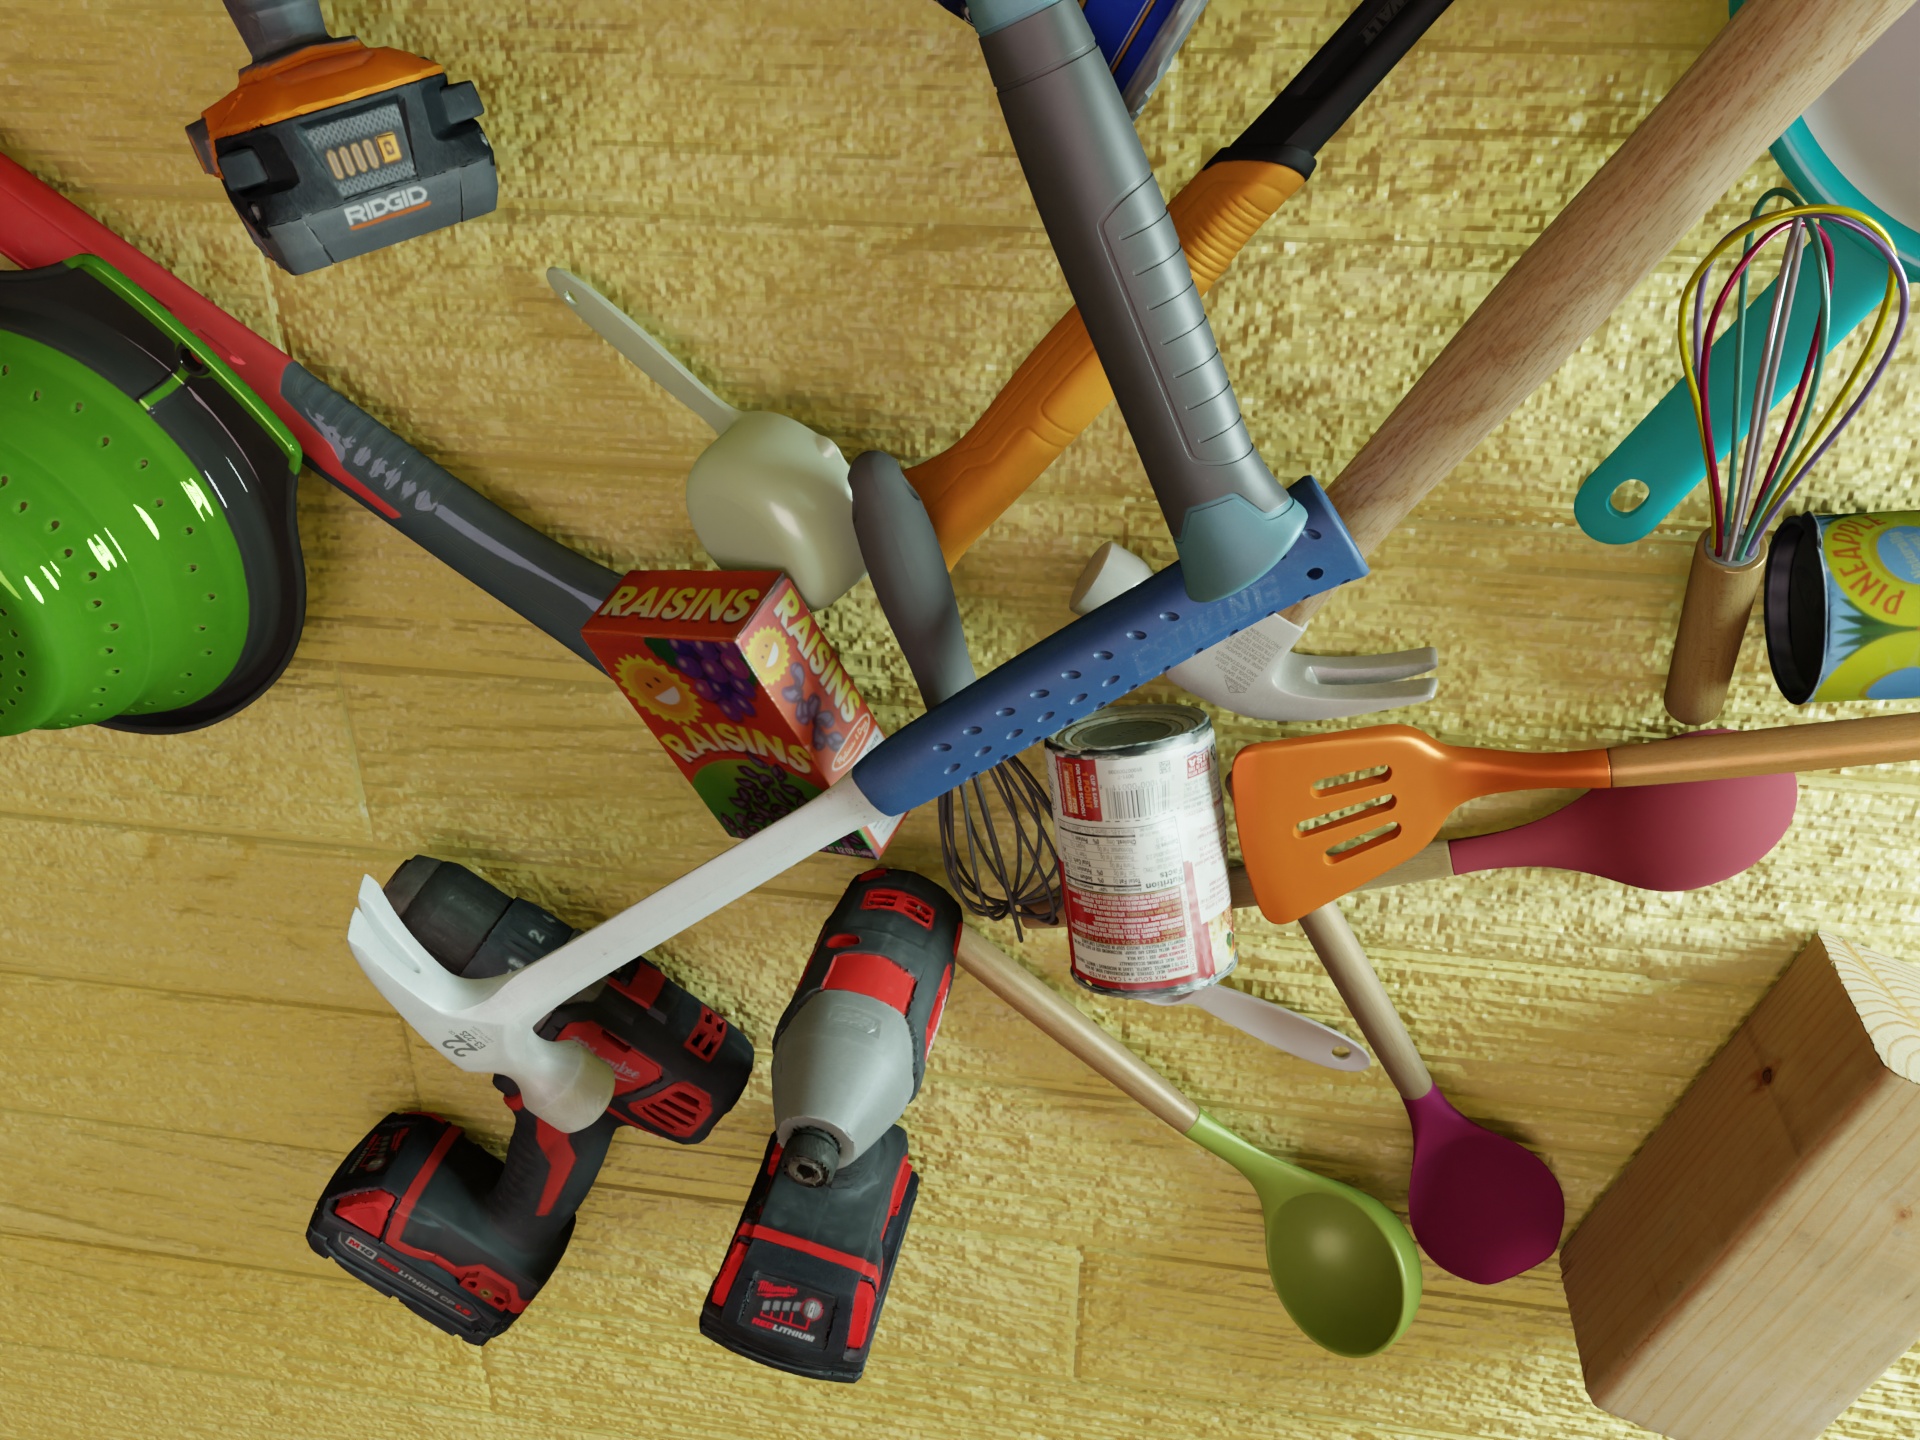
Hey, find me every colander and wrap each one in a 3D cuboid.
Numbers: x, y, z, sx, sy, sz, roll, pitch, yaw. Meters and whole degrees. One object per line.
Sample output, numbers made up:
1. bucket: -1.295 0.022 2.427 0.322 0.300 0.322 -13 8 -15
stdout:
1. colander: -0.430 -0.023 0.662 0.397 0.095 0.204 -34 110 32

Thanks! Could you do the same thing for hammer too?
1. hammer: 0.084 -0.157 0.518 0.034 0.127 0.336 12 136 -41
2. hammer: -0.044 0.028 0.583 0.405 0.035 0.143 -31 127 17
3. hammer: 0.024 -0.179 0.433 0.128 0.033 0.330 -16 117 23
4. hammer: 0.171 -0.110 0.518 0.130 0.031 0.331 30 134 -8
5. hammer: -0.288 -0.123 0.637 0.386 0.038 0.143 36 120 -9

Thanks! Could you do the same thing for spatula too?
1. spatula: 0.264 0.020 0.582 0.322 0.041 0.081 -7 115 18

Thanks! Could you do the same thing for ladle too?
1. ladle: 0.080 0.174 0.717 0.320 0.062 0.078 39 132 -8
2. ladle: 0.175 0.058 0.654 0.315 0.031 0.069 -11 112 18

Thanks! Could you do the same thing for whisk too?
1. whisk: -0.002 -0.001 0.616 0.055 0.055 0.238 -7 130 15
2. whisk: 0.245 -0.070 0.507 0.047 0.051 0.244 -25 145 0

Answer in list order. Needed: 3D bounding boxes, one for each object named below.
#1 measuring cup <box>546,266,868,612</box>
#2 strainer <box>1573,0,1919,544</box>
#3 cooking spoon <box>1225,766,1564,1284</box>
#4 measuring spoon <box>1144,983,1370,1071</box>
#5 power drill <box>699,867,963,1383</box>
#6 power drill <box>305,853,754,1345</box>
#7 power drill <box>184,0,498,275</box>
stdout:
1. measuring cup: -0.103 -0.105 0.597 0.167 0.038 0.083 42 153 -1
2. strainer: 0.304 -0.186 0.469 0.211 0.095 0.340 36 138 5
3. cooking spoon: 0.186 0.140 0.683 0.069 0.017 0.318 -29 116 9
4. measuring spoon: 0.129 0.126 0.708 0.124 0.018 0.034 26 120 -11
5. power drill: -0.054 0.183 0.685 0.078 0.143 0.219 16 129 4
6. power drill: -0.230 0.180 0.770 0.188 0.080 0.226 36 116 -9
7. power drill: -0.222 -0.258 0.483 0.084 0.164 0.226 -25 118 -18
